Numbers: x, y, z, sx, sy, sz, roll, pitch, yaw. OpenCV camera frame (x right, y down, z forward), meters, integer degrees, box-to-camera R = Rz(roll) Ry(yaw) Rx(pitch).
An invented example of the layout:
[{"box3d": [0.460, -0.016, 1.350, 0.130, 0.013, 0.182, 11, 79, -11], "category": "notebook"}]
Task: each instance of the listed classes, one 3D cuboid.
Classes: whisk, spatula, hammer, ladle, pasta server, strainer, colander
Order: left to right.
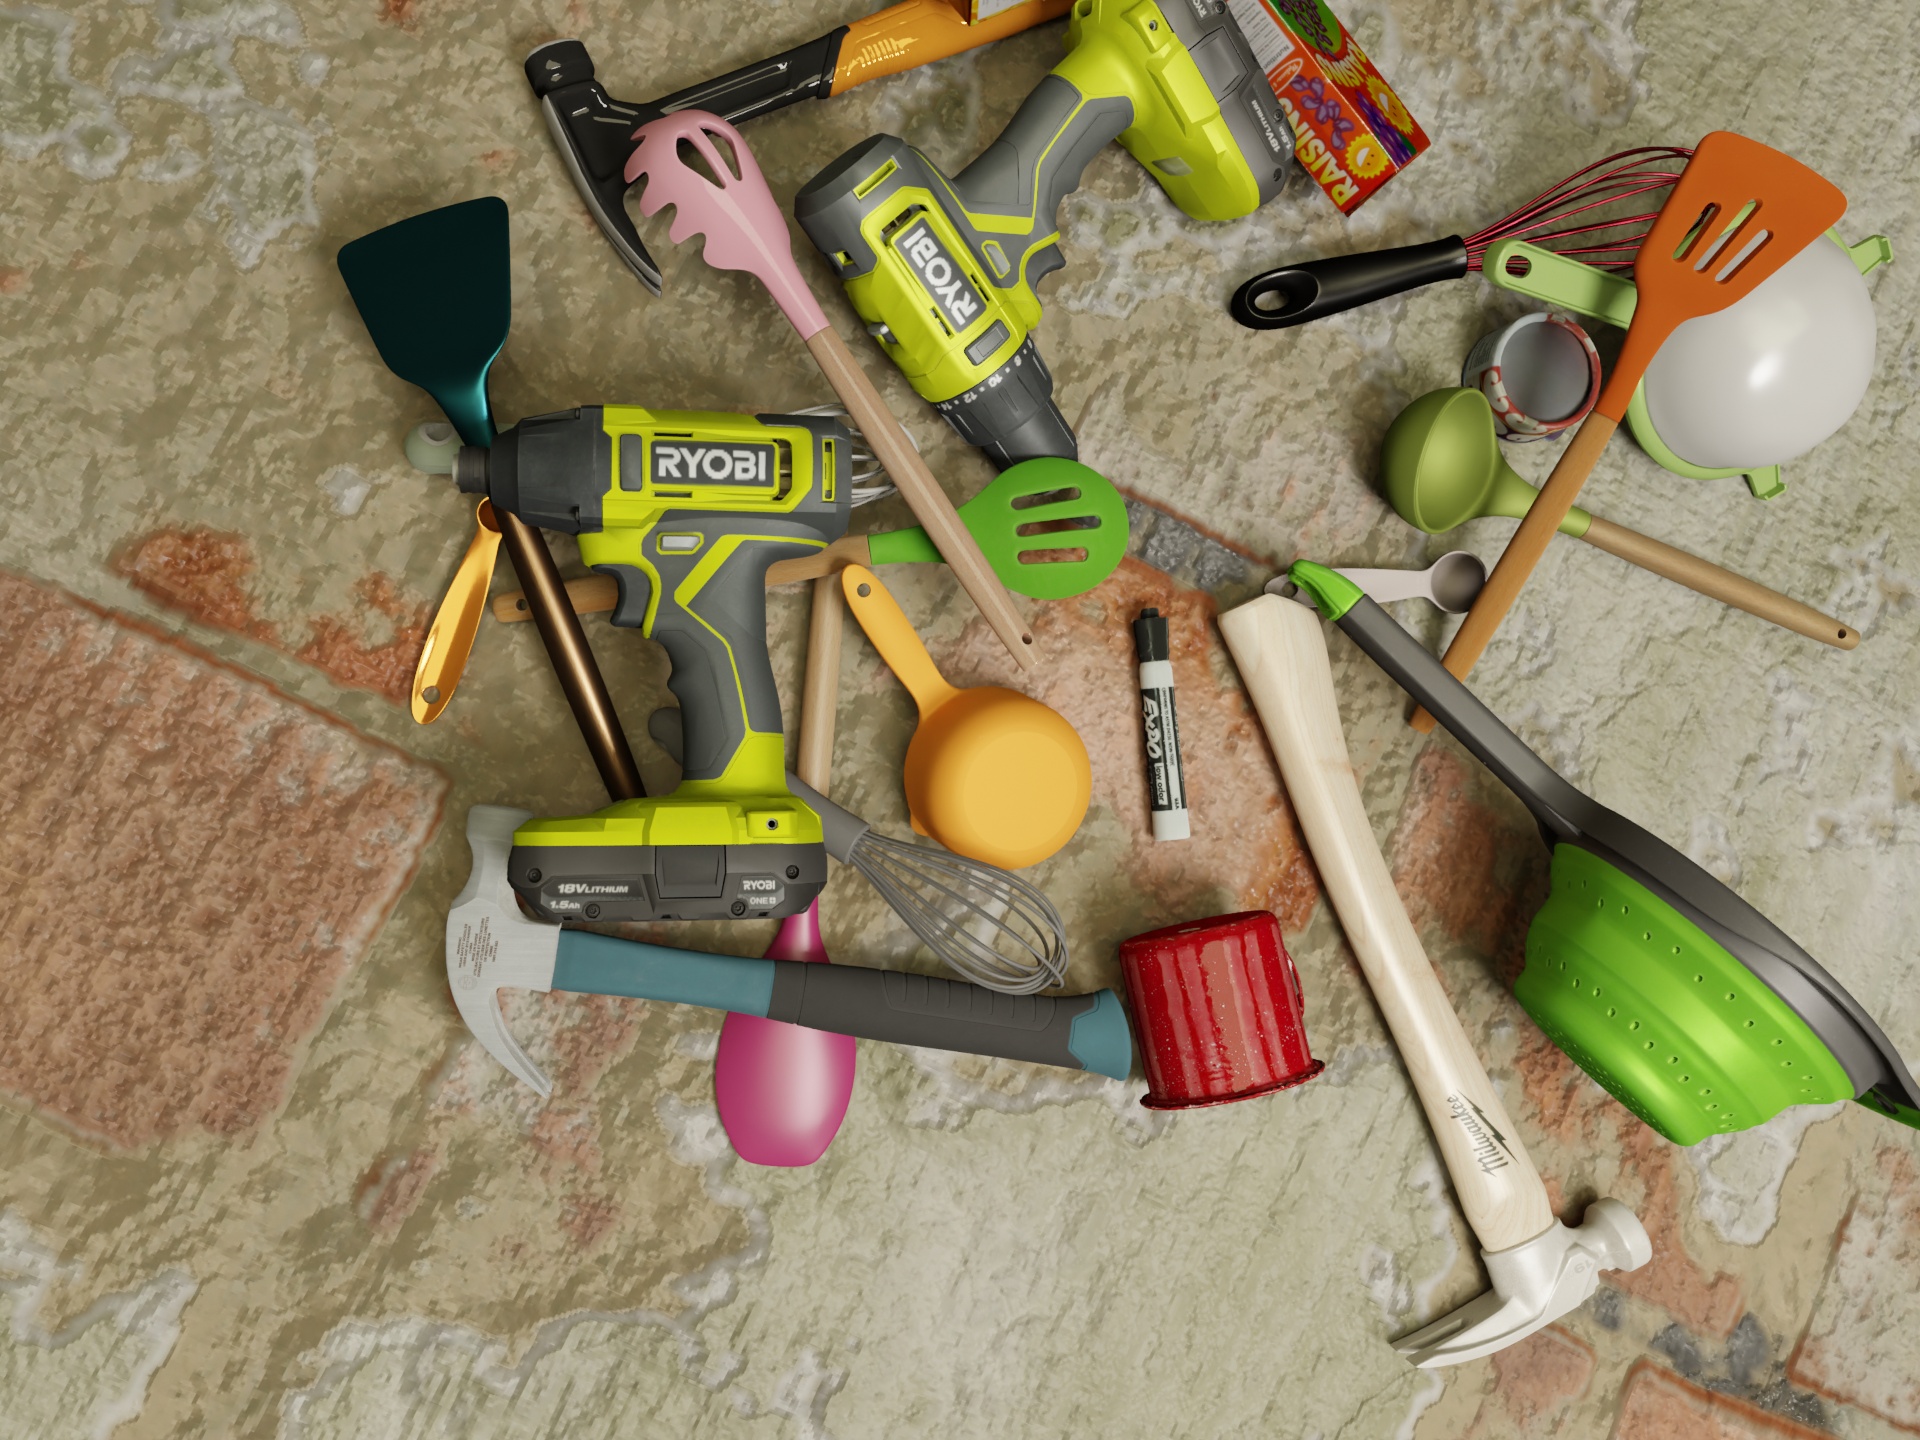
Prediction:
[{"box3d": [-0.198, -0.081, 0.746, 0.082, 0.044, 0.317, -19, 104, 0], "category": "spatula"}, {"box3d": [-0.143, -0.130, 0.774, 0.246, 0.059, 0.058, 0, 50, -8], "category": "whisk"}, {"box3d": [-0.077, 0.129, 0.759, 0.331, 0.033, 0.128, 10, 85, -9], "category": "hammer"}, {"box3d": [-0.054, -0.156, 0.751, 0.060, 0.040, 0.316, -35, 94, -21], "category": "pasta server"}, {"box3d": [-0.051, 0.058, 0.754, 0.239, 0.055, 0.055, 31, 81, 11], "category": "whisk"}, {"box3d": [-0.040, -0.335, 0.808, 0.337, 0.034, 0.127, -27, 92, -12], "category": "hammer"}, {"box3d": [0.221, 0.131, 0.837, 0.146, 0.038, 0.410, -24, 92, -10], "category": "hammer"}, {"box3d": [0.288, -0.255, 0.861, 0.296, 0.073, 0.073, -14, 90, -6], "category": "whisk"}, {"box3d": [0.286, 0.083, 0.791, 0.397, 0.204, 0.094, 44, 92, 5], "category": "colander"}, {"box3d": [0.315, -0.130, 0.803, 0.081, 0.041, 0.322, 23, 108, -10], "category": "spatula"}, {"box3d": [0.369, -0.097, 0.869, 0.320, 0.062, 0.078, 20, 95, -13], "category": "ladle"}, {"box3d": [0.388, -0.203, 0.825, 0.256, 0.069, 0.151, 10, 109, -24], "category": "strainer"}]

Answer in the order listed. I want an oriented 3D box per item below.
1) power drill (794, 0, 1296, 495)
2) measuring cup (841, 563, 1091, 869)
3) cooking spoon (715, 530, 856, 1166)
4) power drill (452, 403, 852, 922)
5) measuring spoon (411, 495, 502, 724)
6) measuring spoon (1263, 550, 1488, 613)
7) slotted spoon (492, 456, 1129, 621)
[{"box3d": [0.054, -0.244, 0.791, 0.228, 0.080, 0.190, -44, 116, -10], "category": "power drill"}, {"box3d": [-0.001, -0.002, 0.768, 0.095, 0.052, 0.173, -38, 112, -9], "category": "measuring cup"}, {"box3d": [-0.076, 0.060, 0.789, 0.068, 0.017, 0.319, 5, 86, -8], "category": "cooking spoon"}, {"box3d": [-0.135, -0.026, 0.701, 0.171, 0.080, 0.223, 0, 86, -10], "category": "power drill"}, {"box3d": [-0.240, -0.053, 0.767, 0.021, 0.011, 0.117, 19, 87, -6], "category": "measuring spoon"}, {"box3d": [0.223, -0.073, 0.861, 0.124, 0.018, 0.034, -3, 97, -5], "category": "measuring spoon"}, {"box3d": [-0.070, -0.077, 0.775, 0.313, 0.031, 0.070, -9, 93, -3], "category": "slotted spoon"}]
